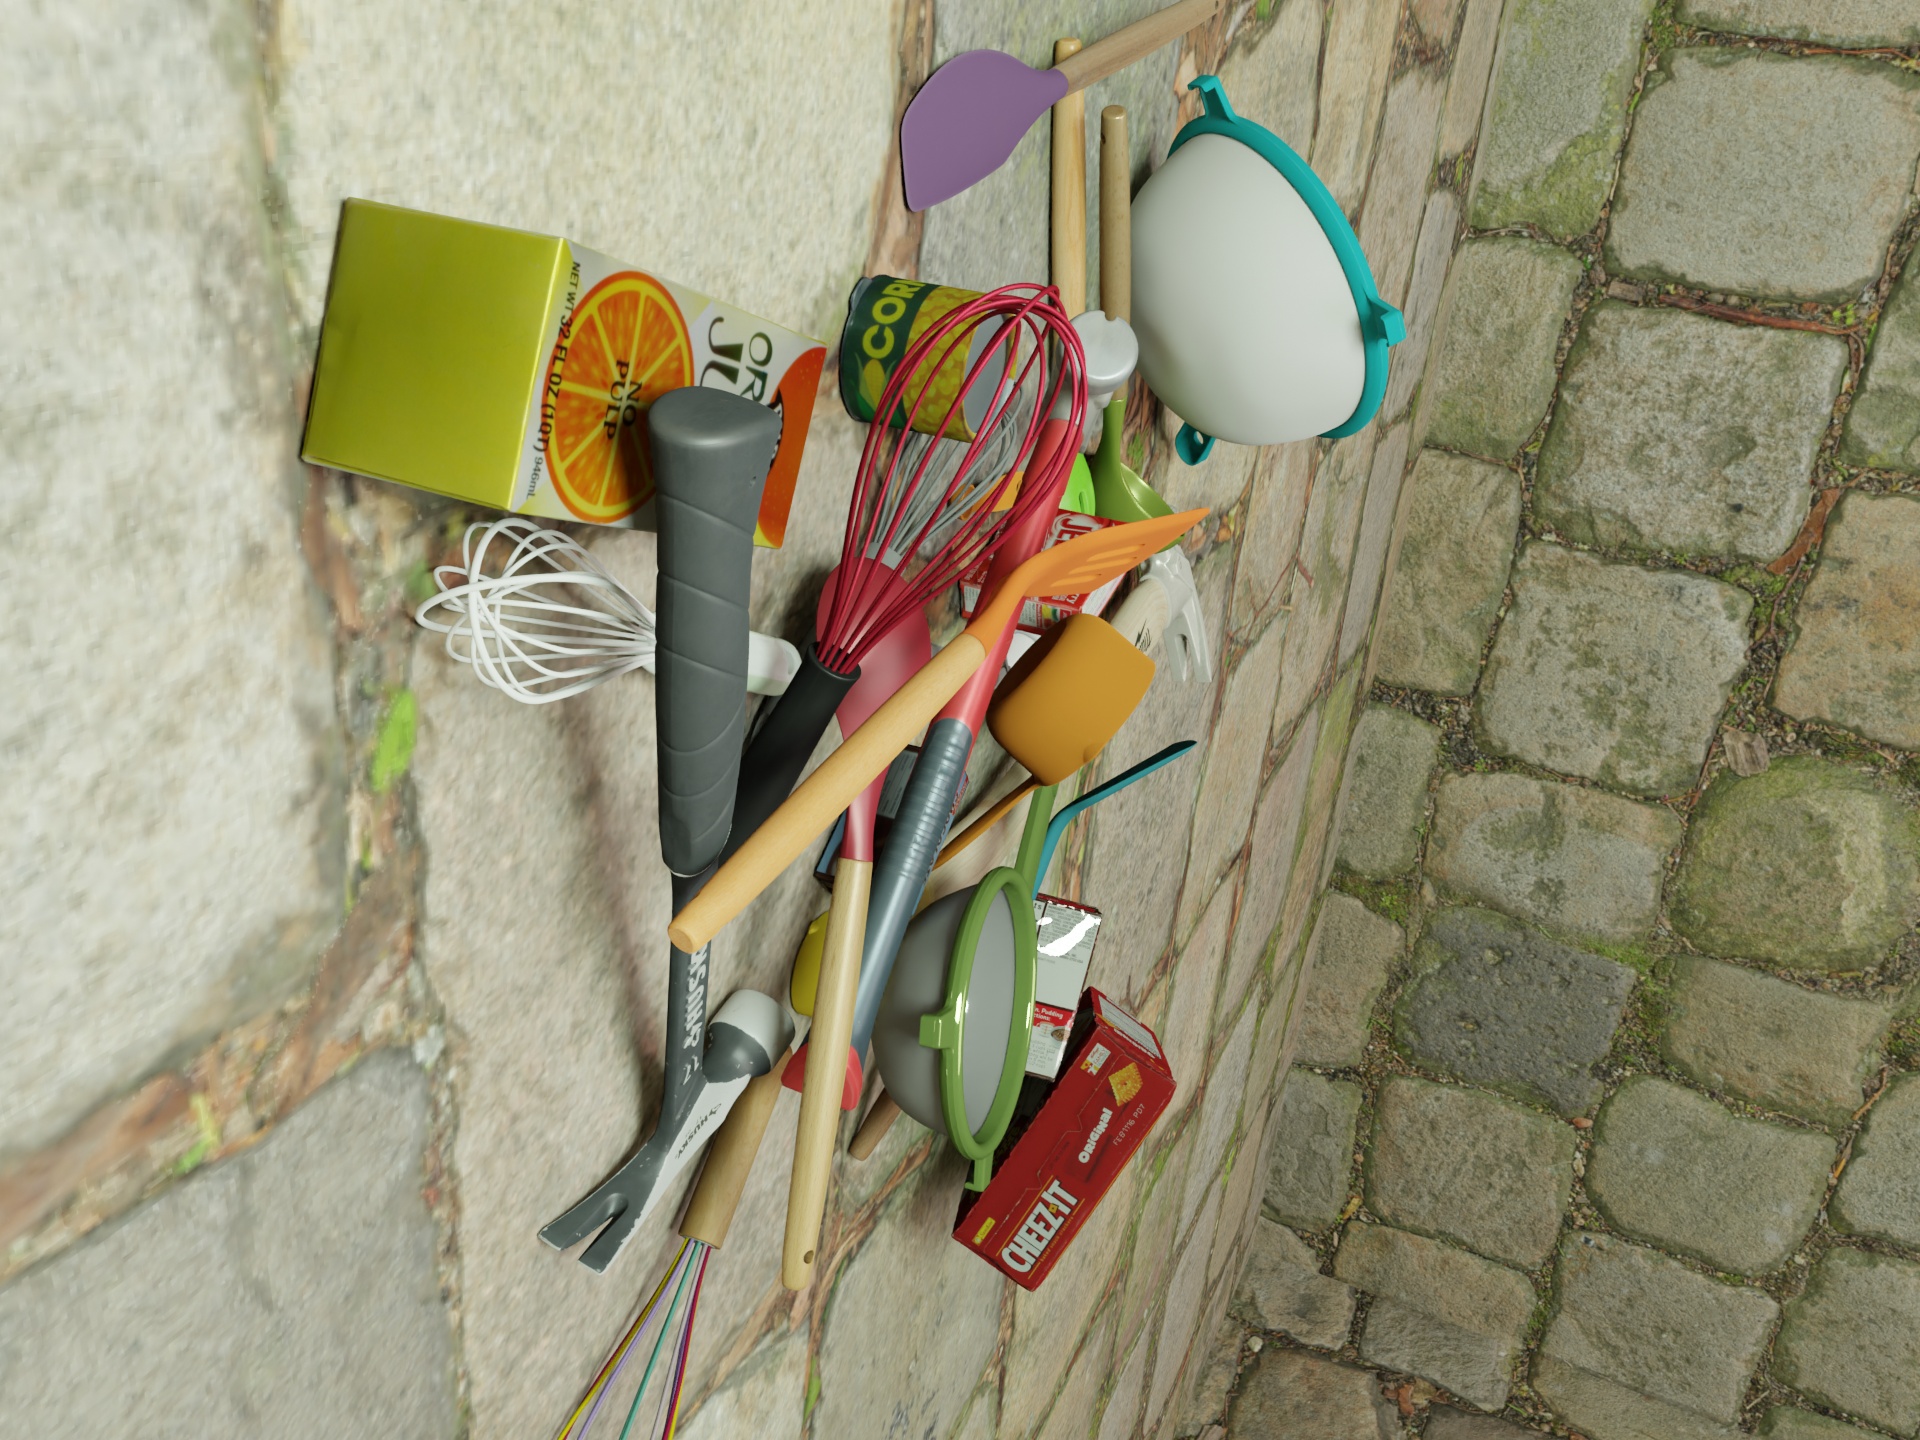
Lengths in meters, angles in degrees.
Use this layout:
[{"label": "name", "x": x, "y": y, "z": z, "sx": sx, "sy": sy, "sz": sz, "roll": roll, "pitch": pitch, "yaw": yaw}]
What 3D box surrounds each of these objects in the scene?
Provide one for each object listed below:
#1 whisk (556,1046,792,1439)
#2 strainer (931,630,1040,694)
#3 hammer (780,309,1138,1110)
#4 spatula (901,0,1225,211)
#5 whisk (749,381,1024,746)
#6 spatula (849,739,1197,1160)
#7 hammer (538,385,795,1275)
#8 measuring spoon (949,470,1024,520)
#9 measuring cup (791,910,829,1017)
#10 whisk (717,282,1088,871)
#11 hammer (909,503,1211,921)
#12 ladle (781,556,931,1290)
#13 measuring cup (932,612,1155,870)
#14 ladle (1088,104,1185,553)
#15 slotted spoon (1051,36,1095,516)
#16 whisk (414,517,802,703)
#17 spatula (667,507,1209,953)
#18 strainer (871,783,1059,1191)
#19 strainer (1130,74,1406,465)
[{"label": "whisk", "x": -0.131, "y": 0.259, "z": 0.728, "sx": 0.051, "sy": 0.047, "sz": 0.245, "roll": 91, "pitch": 17, "yaw": -63}, {"label": "strainer", "x": 0.013, "y": -0.025, "z": 0.900, "sx": 0.258, "sy": 0.050, "sz": 0.087, "roll": 12, "pitch": 58, "yaw": -64}, {"label": "hammer", "x": -0.001, "y": -0.002, "z": 0.777, "sx": 0.143, "sy": 0.038, "sz": 0.386, "roll": 118, "pitch": -8, "yaw": -79}, {"label": "spatula", "x": 0.060, "y": -0.328, "z": 0.797, "sx": 0.316, "sy": 0.018, "sz": 0.059, "roll": -44, "pitch": 141, "yaw": -42}, {"label": "whisk", "x": -0.033, "y": -0.073, "z": 0.737, "sx": 0.239, "sy": 0.055, "sz": 0.055, "roll": -62, "pitch": 156, "yaw": -23}, {"label": "spatula", "x": 0.033, "y": 0.132, "z": 0.952, "sx": 0.317, "sy": 0.044, "sz": 0.082, "roll": -57, "pitch": -178, "yaw": -3}, {"label": "hammer", "x": -0.097, "y": 0.055, "z": 0.560, "sx": 0.149, "sy": 0.036, "sz": 0.408, "roll": -52, "pitch": 163, "yaw": -41}, {"label": "measuring spoon", "x": 0.016, "y": -0.126, "z": 0.883, "sx": 0.117, "sy": 0.011, "sz": 0.021, "roll": -33, "pitch": 134, "yaw": -66}, {"label": "measuring cup", "x": -0.040, "y": 0.099, "z": 0.859, "sx": 0.157, "sy": 0.029, "sz": 0.062, "roll": -53, "pitch": 151, "yaw": -40}, {"label": "whisk", "x": -0.039, "y": -0.038, "z": 0.611, "sx": 0.295, "sy": 0.073, "sz": 0.073, "roll": -57, "pitch": 169, "yaw": 27}, {"label": "hammer", "x": 0.071, "y": 0.016, "z": 1.048, "sx": 0.411, "sy": 0.038, "sz": 0.146, "roll": -51, "pitch": 133, "yaw": -44}, {"label": "ladle", "x": -0.050, "y": 0.085, "z": 0.685, "sx": 0.069, "sy": 0.031, "sz": 0.315, "roll": 11, "pitch": 86, "yaw": -48}, {"label": "measuring cup", "x": 0.025, "y": 0.013, "z": 0.848, "sx": 0.173, "sy": 0.052, "sz": 0.095, "roll": -43, "pitch": -169, "yaw": 19}, {"label": "ladle", "x": 0.102, "y": -0.217, "z": 0.935, "sx": 0.062, "sy": 0.078, "sz": 0.319, "roll": -21, "pitch": 143, "yaw": -10}, {"label": "slotted spoon", "x": 0.062, "y": -0.222, "z": 0.906, "sx": 0.070, "sy": 0.031, "sz": 0.313, "roll": -66, "pitch": 159, "yaw": -51}, {"label": "whisk", "x": -0.109, "y": -0.029, "z": 0.571, "sx": 0.246, "sy": 0.059, "sz": 0.058, "roll": 11, "pitch": 67, "yaw": -74}, {"label": "spatula", "x": -0.002, "y": -0.009, "z": 0.622, "sx": 0.081, "sy": 0.041, "sz": 0.323, "roll": -33, "pitch": -170, "yaw": 47}, {"label": "strainer", "x": 0.002, "y": 0.111, "z": 0.868, "sx": 0.151, "sy": 0.069, "sz": 0.257, "roll": 77, "pitch": 22, "yaw": -44}, {"label": "strainer", "x": 0.150, "y": -0.228, "z": 1.019, "sx": 0.095, "sy": 0.211, "sz": 0.340, "roll": -31, "pitch": 168, "yaw": -11}]
